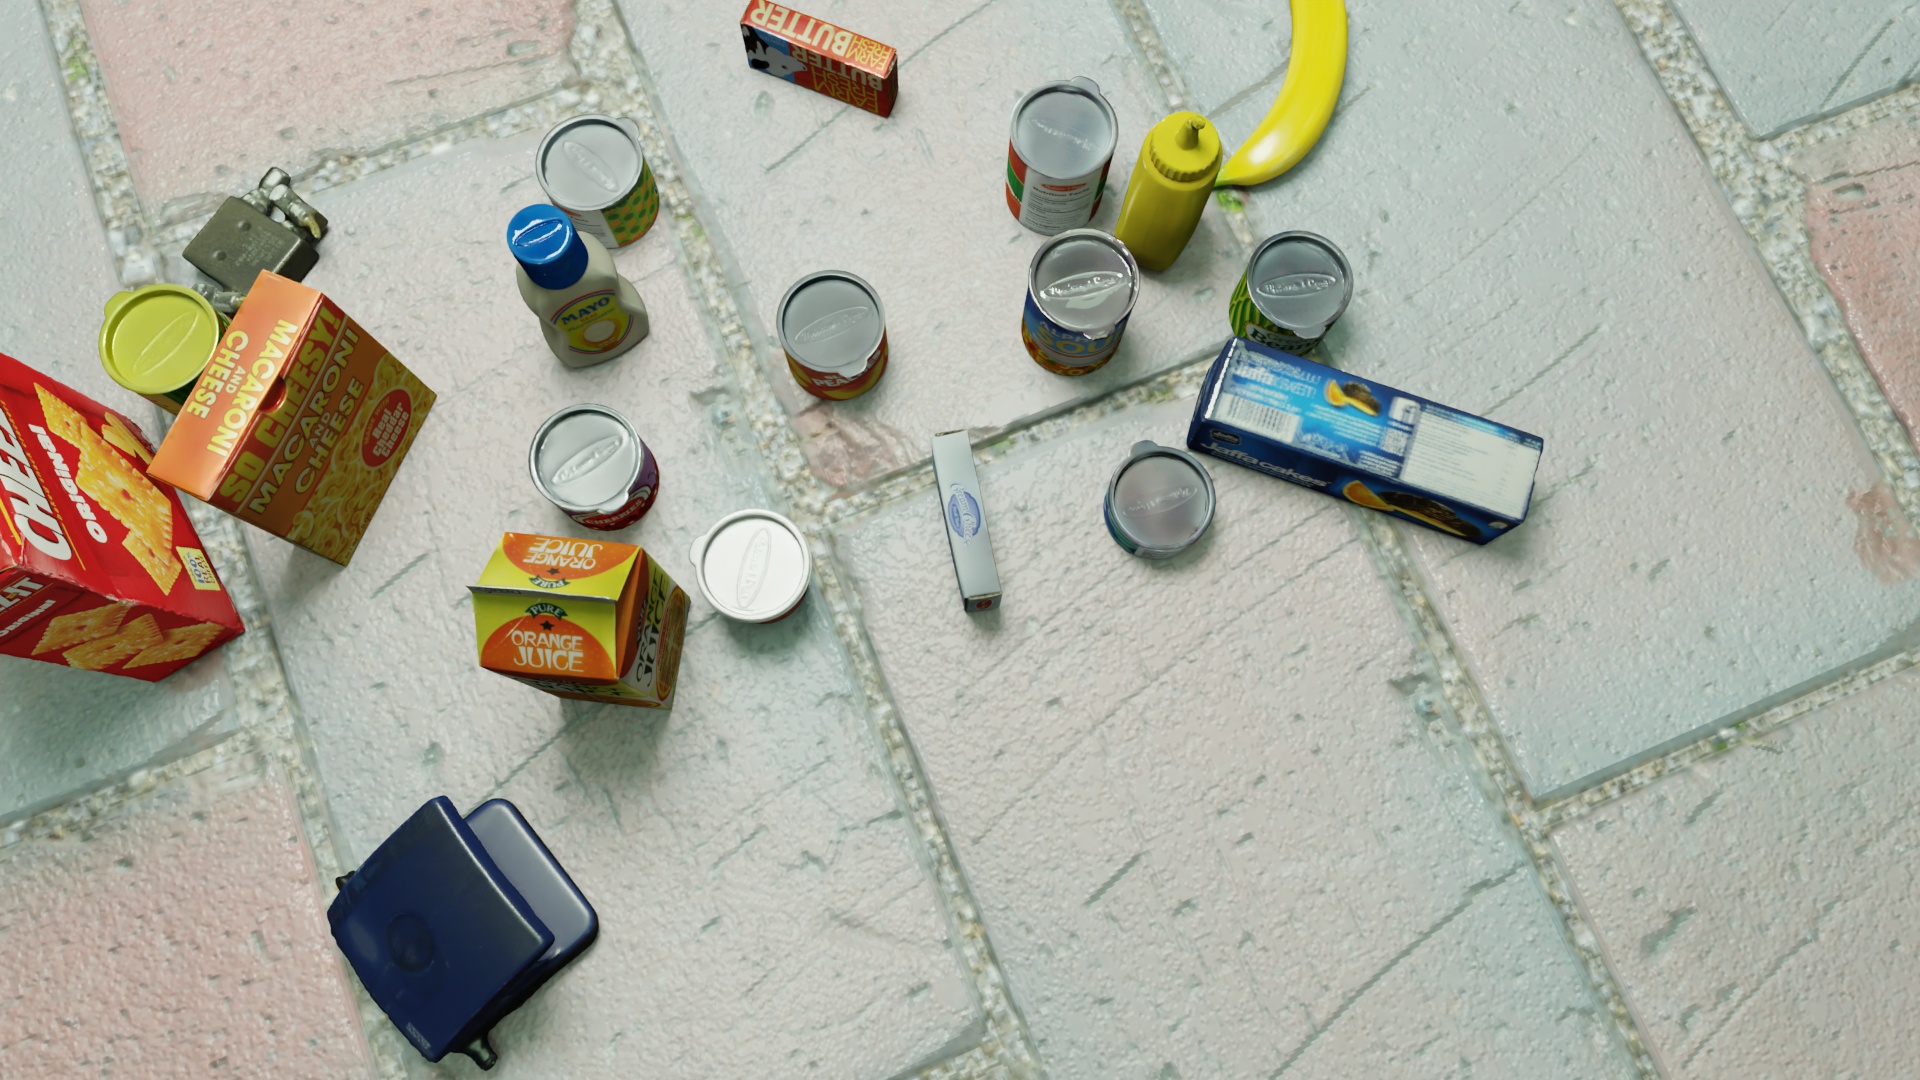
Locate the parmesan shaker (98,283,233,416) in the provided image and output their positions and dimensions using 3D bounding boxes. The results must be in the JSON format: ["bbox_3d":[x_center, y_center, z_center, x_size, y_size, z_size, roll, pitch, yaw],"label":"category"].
[{"bbox_3d":[-0.453,-0.104,0.829,0.071,0.103,0.071,0,77,-1],"label":"parmesan shaker"}]

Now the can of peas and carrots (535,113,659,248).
[{"bbox_3d":[-0.228,-0.230,0.885,0.071,0.058,0.071,0,77,-1],"label":"can of peas and carrots"}]

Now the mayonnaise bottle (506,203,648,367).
[{"bbox_3d":[-0.229,-0.150,0.820,0.065,0.147,0.041,-28,79,-7],"label":"mayonnaise bottle"}]

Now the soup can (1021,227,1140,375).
[{"bbox_3d":[0.073,-0.142,0.858,0.071,0.083,0.071,0,77,-1],"label":"soup can"}]

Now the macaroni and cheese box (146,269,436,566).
[{"bbox_3d":[-0.369,-0.063,0.788,0.040,0.166,0.124,22,78,4],"label":"macaroni and cheese box"}]

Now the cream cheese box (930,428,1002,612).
[{"bbox_3d":[0.003,-0.011,0.841,0.024,0.053,0.104,-11,78,-3],"label":"cream cheese box"}]

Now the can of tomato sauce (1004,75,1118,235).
[{"bbox_3d":[0.062,-0.242,0.881,0.071,0.083,0.071,0,77,-1],"label":"can of tomato sauce"}]

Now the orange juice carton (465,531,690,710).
[{"bbox_3d":[-0.203,0.044,0.753,0.072,0.192,0.073,6,77,0],"label":"orange juice carton"}]

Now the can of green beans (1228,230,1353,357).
[{"bbox_3d":[0.207,-0.153,0.876,0.071,0.057,0.071,0,77,-1],"label":"can of green beans"}]

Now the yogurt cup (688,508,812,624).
[{"bbox_3d":[-0.121,0.019,0.832,0.072,0.054,0.072,0,77,-1],"label":"yogurt cup"}]

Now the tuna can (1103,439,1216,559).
[{"bbox_3d":[0.121,-0.025,0.857,0.071,0.032,0.071,0,77,-1],"label":"tuna can"}]

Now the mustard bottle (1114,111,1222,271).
[{"bbox_3d":[0.128,-0.218,0.837,0.049,0.160,0.065,26,78,5],"label":"mustard bottle"}]

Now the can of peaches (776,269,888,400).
[{"bbox_3d":[-0.078,-0.124,0.864,0.071,0.058,0.071,0,77,-1],"label":"can of peaches"}]

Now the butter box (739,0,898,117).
[{"bbox_3d":[-0.091,-0.316,0.911,0.103,0.053,0.024,22,78,4],"label":"butter box"}]

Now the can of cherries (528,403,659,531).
[{"bbox_3d":[-0.220,-0.041,0.841,0.071,0.058,0.071,0,77,-1],"label":"can of cherries"}]
